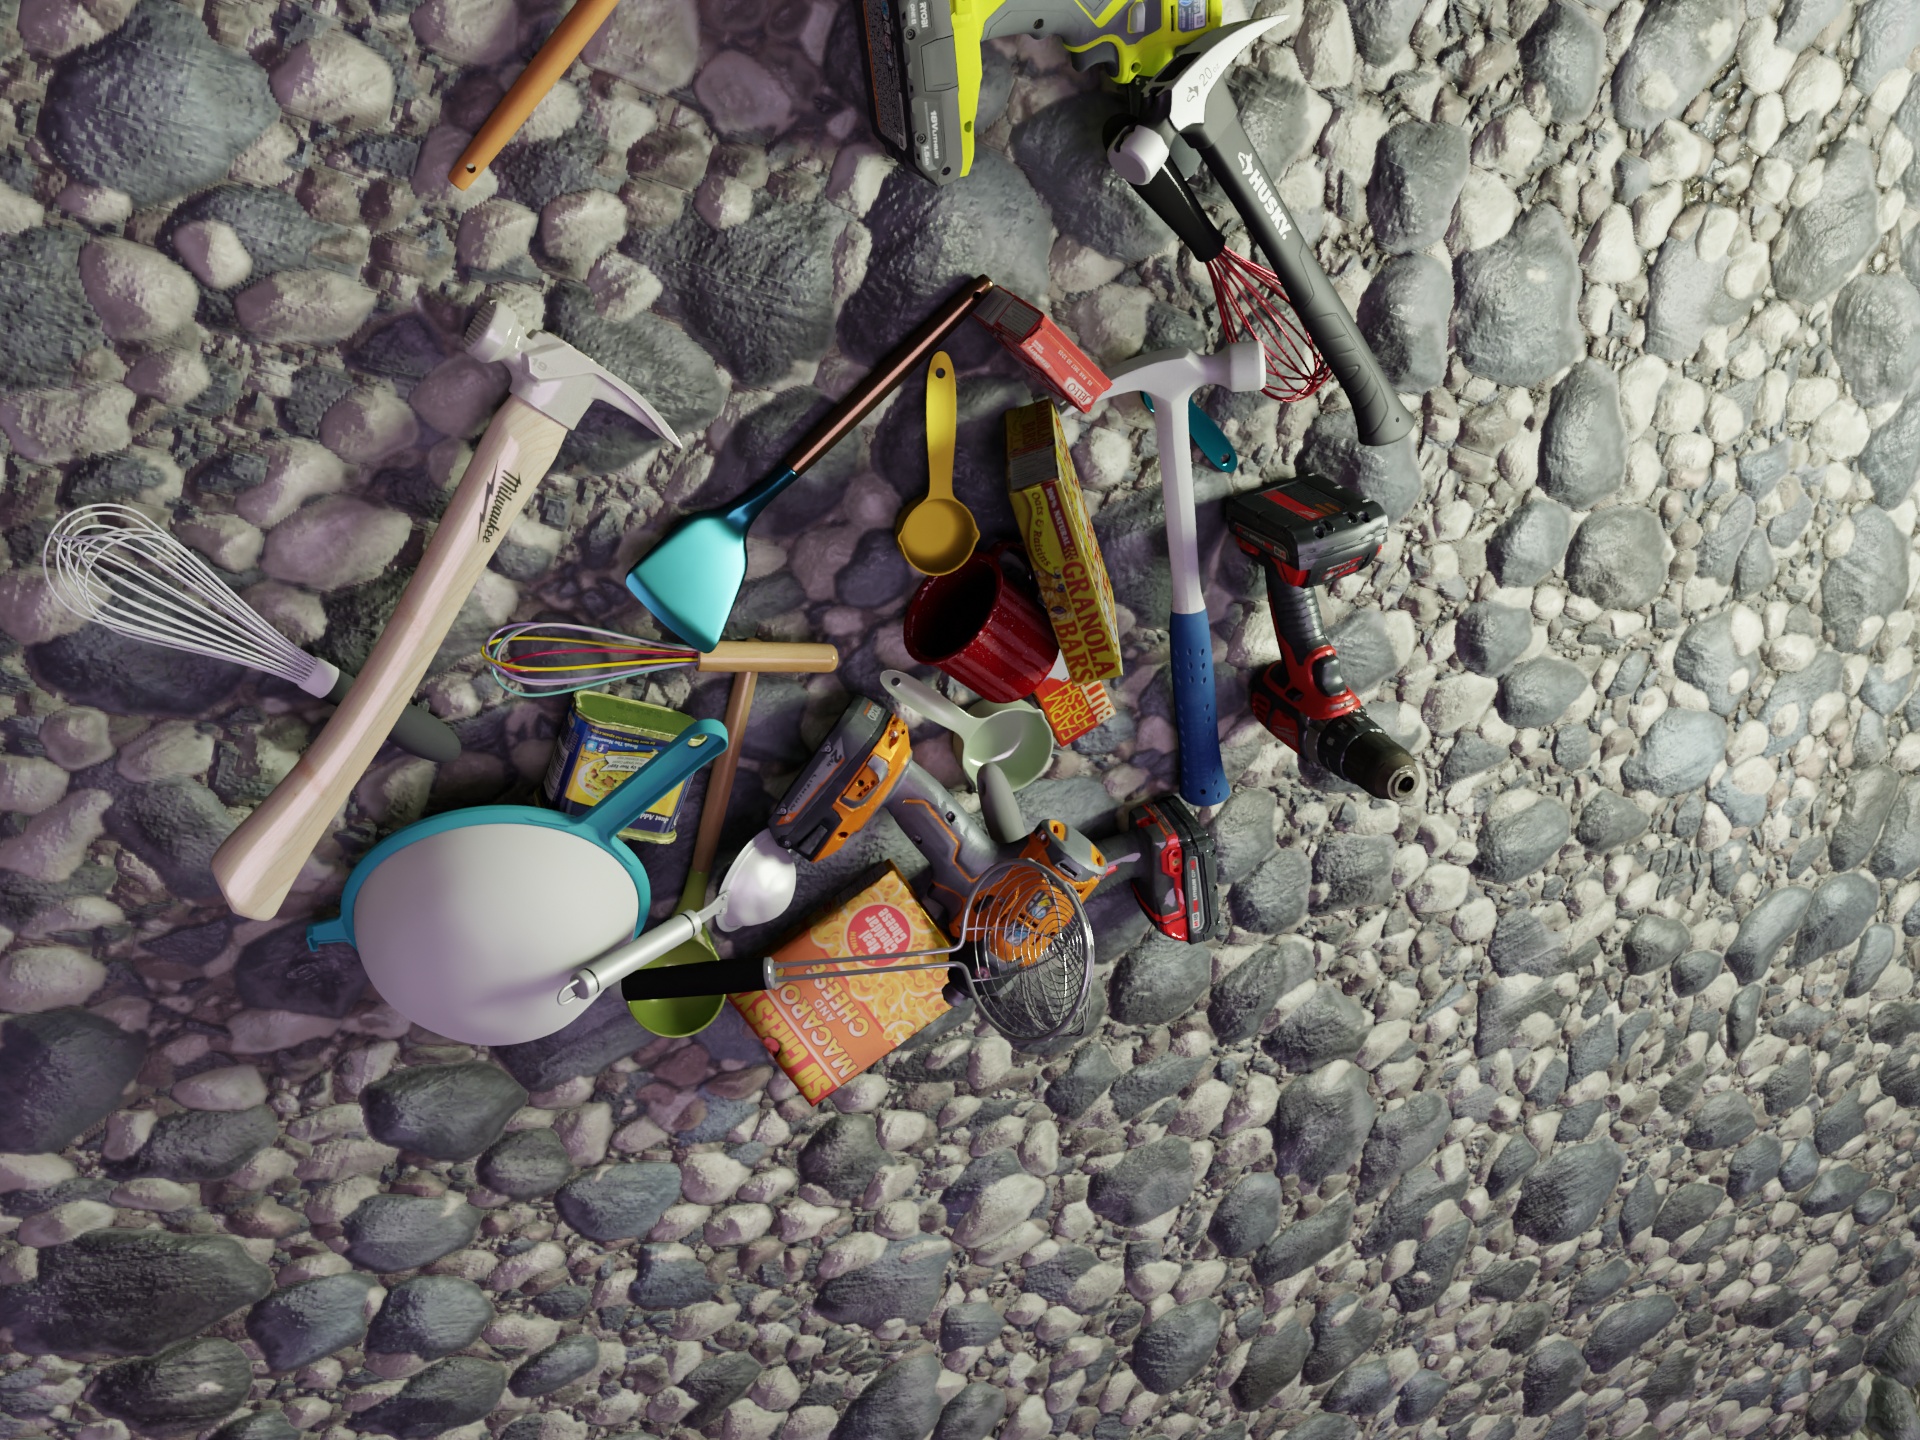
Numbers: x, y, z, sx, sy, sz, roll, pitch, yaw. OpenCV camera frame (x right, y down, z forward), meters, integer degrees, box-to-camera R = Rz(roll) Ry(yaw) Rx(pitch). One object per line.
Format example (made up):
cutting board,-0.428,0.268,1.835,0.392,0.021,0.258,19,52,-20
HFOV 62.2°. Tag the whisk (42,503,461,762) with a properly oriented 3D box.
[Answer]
whisk,-0.432,-0.044,1.000,0.070,0.070,0.284,-48,130,7

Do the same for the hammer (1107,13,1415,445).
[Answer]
hammer,0.226,-0.306,1.058,0.146,0.035,0.334,-54,128,-11

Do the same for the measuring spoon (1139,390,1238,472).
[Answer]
measuring spoon,0.170,-0.225,1.181,0.042,0.021,0.128,-46,134,5

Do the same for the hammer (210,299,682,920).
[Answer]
hammer,-0.337,-0.051,1.004,0.146,0.038,0.410,30,93,-35

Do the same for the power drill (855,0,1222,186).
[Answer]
power drill,0.060,-0.412,0.988,0.228,0.080,0.190,-19,130,-15

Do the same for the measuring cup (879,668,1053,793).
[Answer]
measuring cup,-0.002,-0.004,1.216,0.167,0.038,0.083,32,102,-32

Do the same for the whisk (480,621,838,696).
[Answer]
whisk,-0.202,-0.042,1.090,0.245,0.047,0.051,0,87,-22

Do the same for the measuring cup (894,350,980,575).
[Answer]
measuring cup,-0.018,-0.181,1.121,0.062,0.029,0.156,-5,107,-20

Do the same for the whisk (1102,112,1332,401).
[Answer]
whisk,0.179,-0.310,1.080,0.073,0.073,0.295,-48,135,8

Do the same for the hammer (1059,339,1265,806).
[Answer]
hammer,0.167,-0.095,1.218,0.144,0.035,0.405,-4,128,9

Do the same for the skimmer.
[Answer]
skimmer,-0.084,0.174,1.123,0.363,0.090,0.127,-6,83,9

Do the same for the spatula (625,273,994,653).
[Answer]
spatula,-0.091,-0.183,1.071,0.317,0.044,0.082,-44,121,3

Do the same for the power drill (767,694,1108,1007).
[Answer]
power drill,-0.027,0.105,1.182,0.226,0.084,0.164,35,105,-5

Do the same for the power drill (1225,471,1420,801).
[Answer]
power drill,0.282,-0.058,1.219,0.080,0.188,0.226,-19,119,-14

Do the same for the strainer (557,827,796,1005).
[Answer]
strainer,-0.186,0.143,1.127,0.258,0.050,0.086,-28,140,-49

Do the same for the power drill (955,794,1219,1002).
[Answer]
power drill,0.099,0.153,1.325,0.219,0.079,0.143,-15,121,-11

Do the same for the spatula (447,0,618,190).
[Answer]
spatula,-0.189,-0.432,0.904,0.081,0.041,0.322,35,104,-34

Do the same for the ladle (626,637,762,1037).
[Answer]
ladle,-0.187,0.092,1.179,0.078,0.062,0.320,10,111,-16

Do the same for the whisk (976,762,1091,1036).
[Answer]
whisk,0.053,0.143,1.242,0.055,0.055,0.239,-20,104,-12

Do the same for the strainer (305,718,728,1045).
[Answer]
strainer,-0.273,0.125,1.075,0.340,0.095,0.210,-37,133,24
